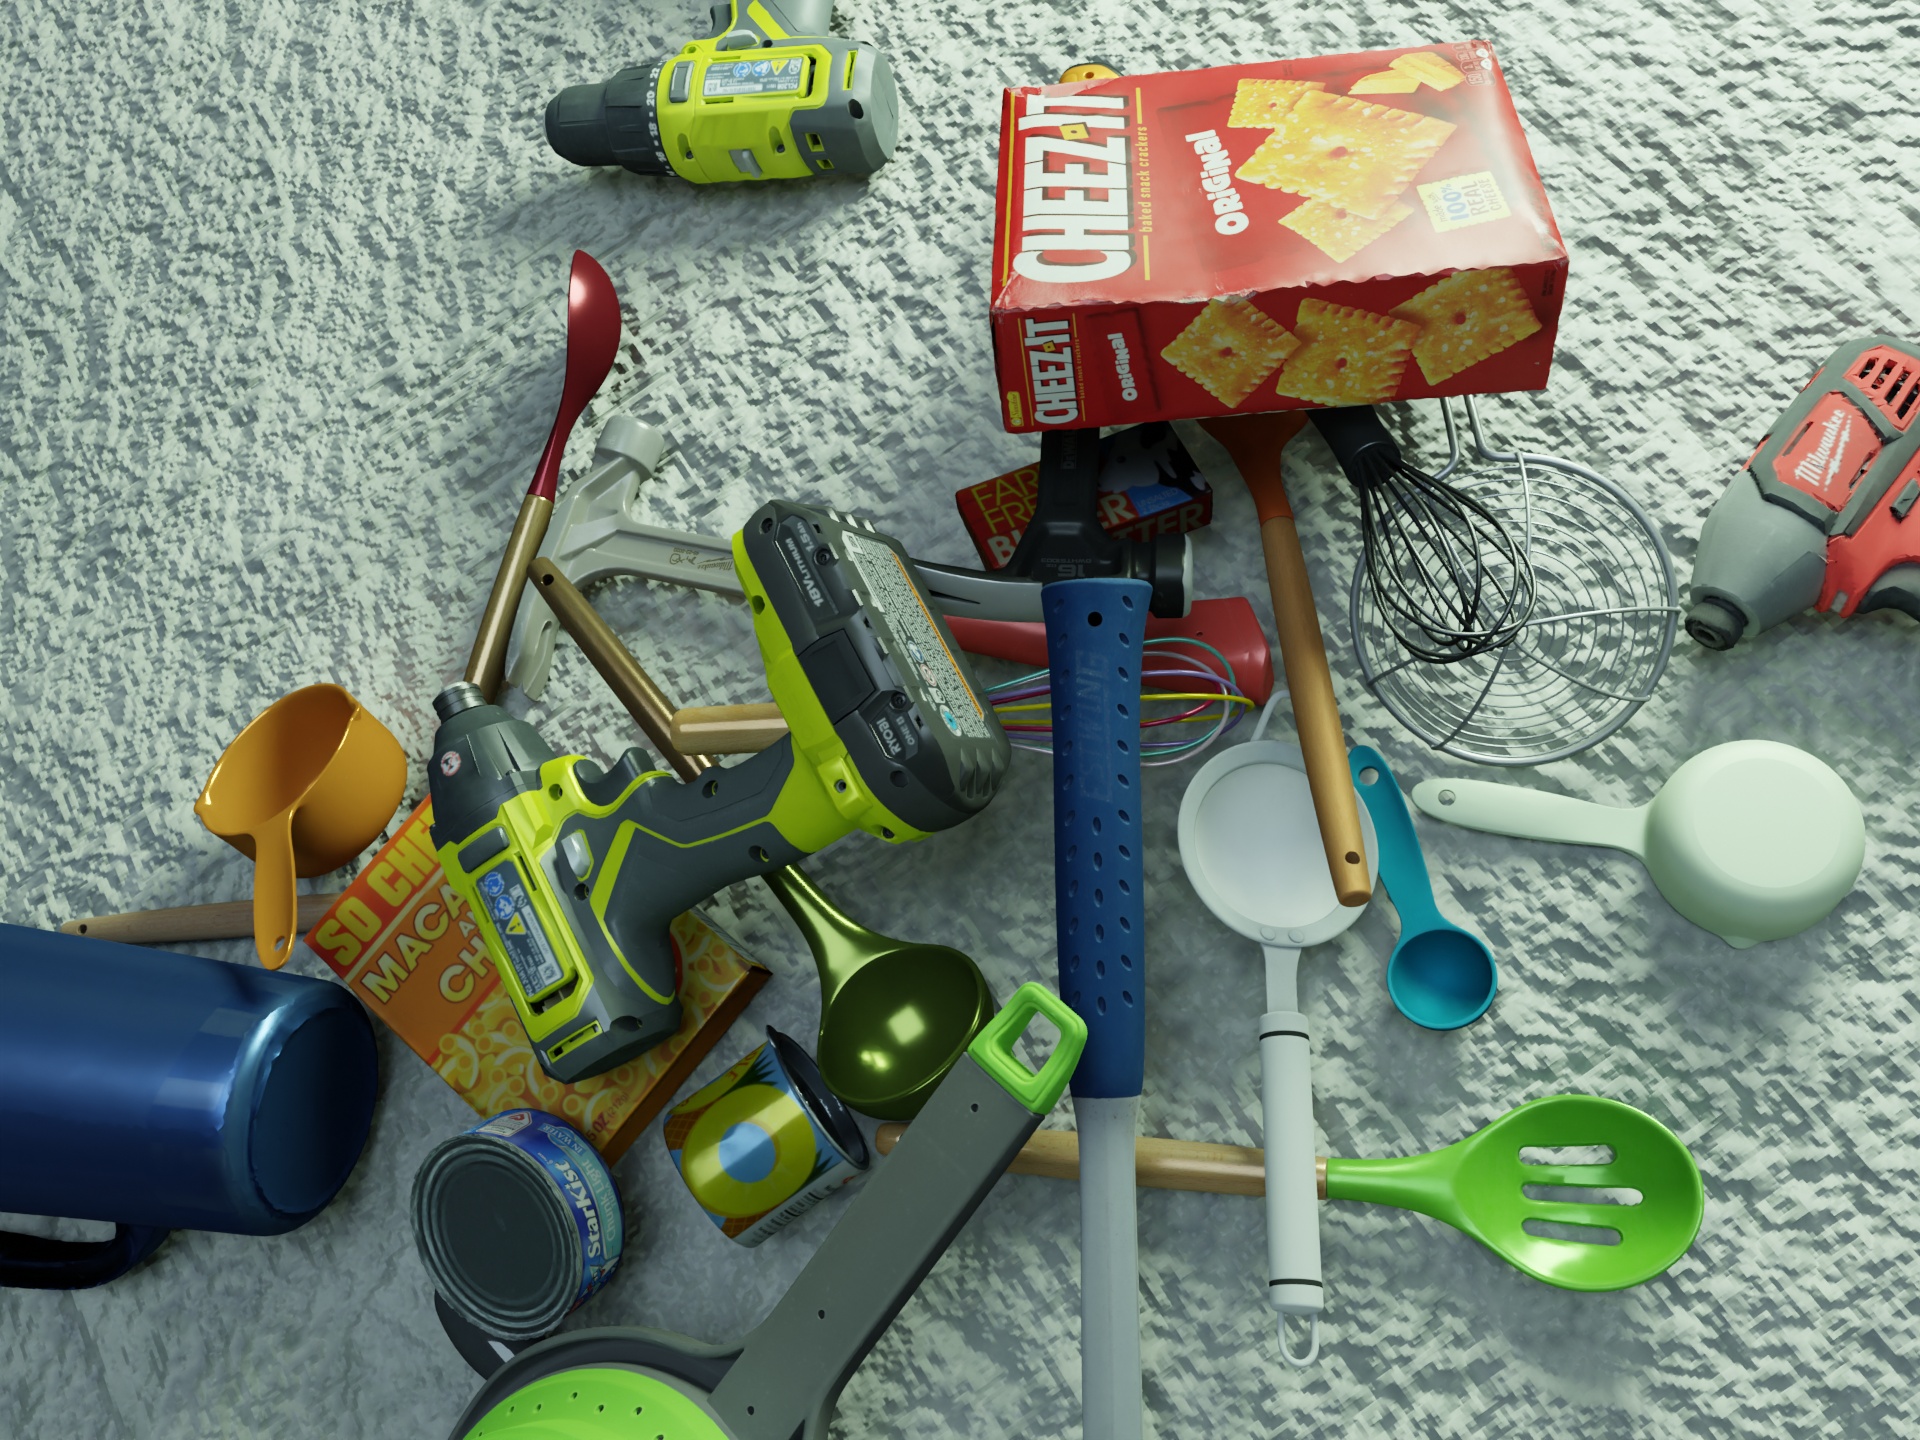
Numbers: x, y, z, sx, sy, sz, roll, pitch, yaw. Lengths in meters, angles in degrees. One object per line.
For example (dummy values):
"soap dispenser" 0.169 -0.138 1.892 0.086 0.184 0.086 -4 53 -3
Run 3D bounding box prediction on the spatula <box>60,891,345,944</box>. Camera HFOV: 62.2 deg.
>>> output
"spatula" -0.287 0.092 0.755 0.316 0.018 0.060 -5 71 11

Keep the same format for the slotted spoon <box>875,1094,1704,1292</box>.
"slotted spoon" 0.117 0.174 0.620 0.314 0.031 0.070 0 70 16

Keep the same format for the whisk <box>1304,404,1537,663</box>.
"whisk" 0.166 -0.106 0.635 0.055 0.055 0.239 -20 43 6

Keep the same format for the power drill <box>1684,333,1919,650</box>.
"power drill" 0.399 -0.044 0.606 0.220 0.078 0.143 37 82 26

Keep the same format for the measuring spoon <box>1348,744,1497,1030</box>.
"measuring spoon" 0.184 0.068 0.651 0.042 0.021 0.129 -21 57 15

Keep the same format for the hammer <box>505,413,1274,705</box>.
"hammer" -0.036 -0.048 0.736 0.359 0.036 0.149 12 73 18

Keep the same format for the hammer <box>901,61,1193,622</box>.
"hammer" 0.044 -0.187 0.729 0.127 0.034 0.337 2 57 7

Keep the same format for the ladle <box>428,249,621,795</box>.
"ladle" -0.218 -0.086 0.791 0.031 0.069 0.315 14 79 -1

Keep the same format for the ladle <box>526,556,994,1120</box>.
"ladle" -0.100 0.038 0.689 0.078 0.062 0.320 -39 72 -8

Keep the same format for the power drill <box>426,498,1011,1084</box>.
"power drill" -0.108 0.018 0.626 0.223 0.080 0.171 -33 77 18

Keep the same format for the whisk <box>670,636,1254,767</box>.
"whisk" -0.001 -0.003 0.664 0.245 0.047 0.051 -3 107 6

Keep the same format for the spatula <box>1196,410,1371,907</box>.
"spatula" 0.139 -0.070 0.673 0.081 0.041 0.323 0 54 -4

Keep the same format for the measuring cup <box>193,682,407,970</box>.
"measuring cup" -0.294 0.058 0.723 0.095 0.052 0.174 -31 44 6

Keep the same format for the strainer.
"strainer" 0.123 0.113 0.618 0.087 0.050 0.259 9 62 -10

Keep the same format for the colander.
"colander" -0.096 0.250 0.539 0.205 0.094 0.397 37 91 32

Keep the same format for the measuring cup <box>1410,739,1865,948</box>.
"measuring cup" 0.264 0.038 0.626 0.167 0.038 0.083 9 72 15

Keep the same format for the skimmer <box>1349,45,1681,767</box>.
"skimmer" 0.220 -0.156 0.716 0.127 0.090 0.364 -15 56 21

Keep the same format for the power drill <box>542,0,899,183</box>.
"power drill" -0.122 -0.397 0.868 0.190 0.080 0.229 2 73 14

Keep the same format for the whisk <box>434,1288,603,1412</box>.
"whisk" -0.115 0.308 0.615 0.285 0.070 0.070 35 81 28

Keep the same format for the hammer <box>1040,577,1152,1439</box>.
"hammer" 0.048 0.150 0.591 0.144 0.035 0.405 -2 84 15
